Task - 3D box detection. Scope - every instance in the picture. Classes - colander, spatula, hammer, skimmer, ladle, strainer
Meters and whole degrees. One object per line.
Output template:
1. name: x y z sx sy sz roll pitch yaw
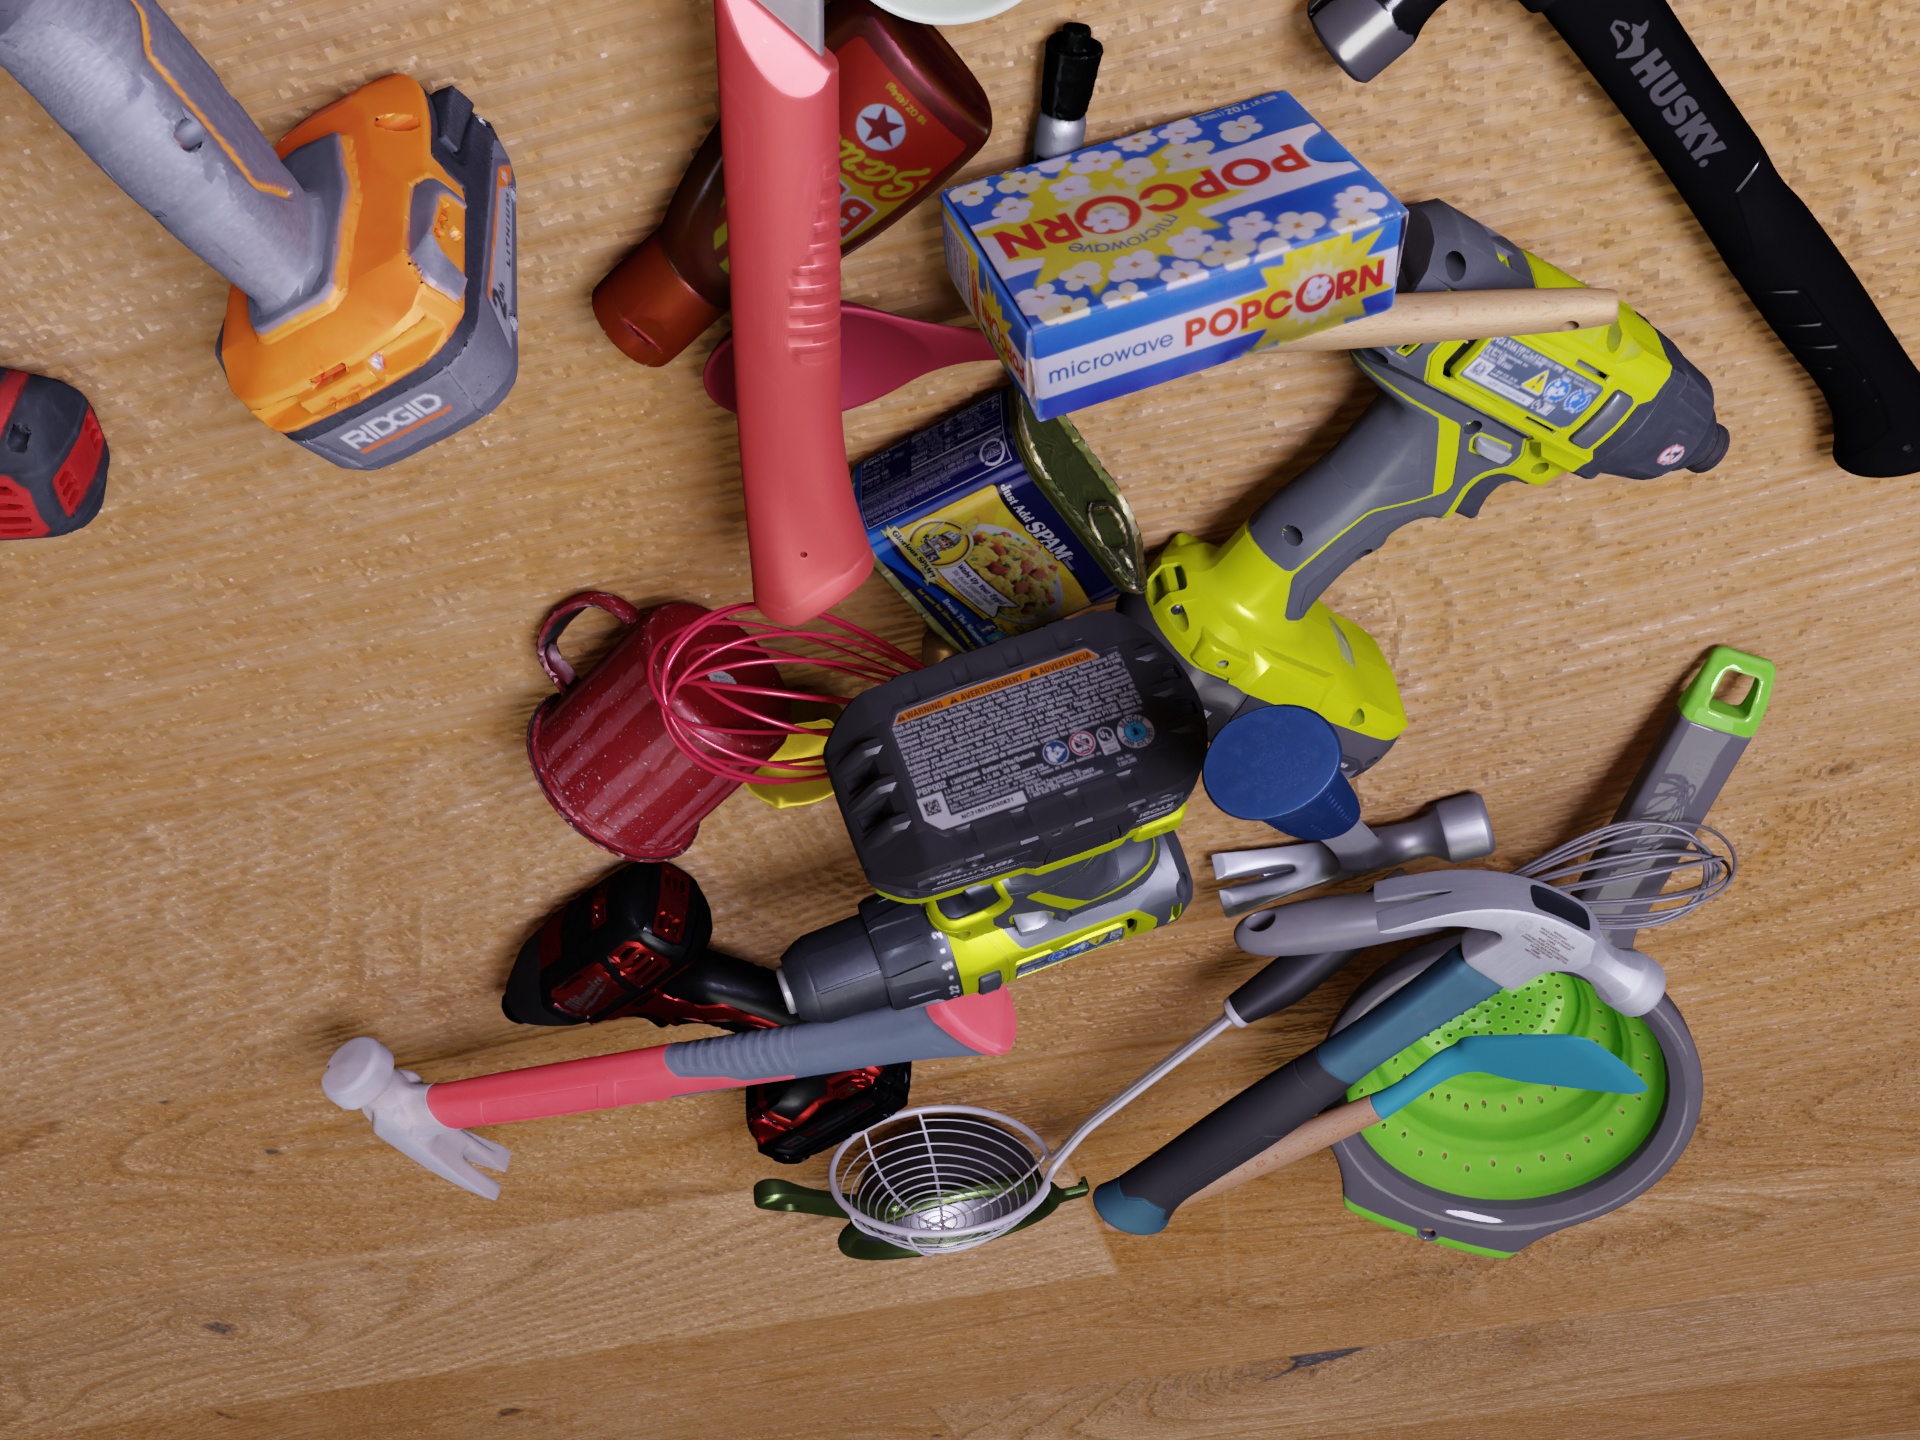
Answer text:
1. colander: 0.327 0.119 0.874 0.204 0.095 0.396 17 119 1
2. spatula: 0.209 0.232 0.876 0.317 0.044 0.082 -32 133 26
3. hammer: 0.185 0.184 0.818 0.128 0.033 0.331 33 126 -14
4. skimmer: 0.087 0.179 0.885 0.363 0.127 0.090 -40 103 13
5. hammer: -0.063 -0.174 0.477 0.149 0.037 0.358 3 135 -1
6. hammer: -0.145 0.192 0.840 0.386 0.038 0.143 -13 136 22
7. ladle: 0.060 -0.134 0.554 0.315 0.031 0.069 0 163 16
8. hammer: 0.150 0.044 0.669 0.144 0.035 0.405 -16 167 15
9. hammer: 0.277 -0.186 0.554 0.334 0.035 0.146 32 129 -34
10. strainer: -0.044 0.291 1.023 0.151 0.069 0.256 -30 146 26

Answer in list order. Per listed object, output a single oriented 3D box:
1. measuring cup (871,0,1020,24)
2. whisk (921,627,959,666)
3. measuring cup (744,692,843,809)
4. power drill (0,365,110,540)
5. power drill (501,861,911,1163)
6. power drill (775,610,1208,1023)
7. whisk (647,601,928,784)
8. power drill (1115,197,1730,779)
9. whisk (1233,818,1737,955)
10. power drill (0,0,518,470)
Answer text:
1. measuring cup: -0.027 -0.273 0.432 0.083 0.038 0.167 -23 133 21
2. whisk: -0.009 0.062 0.778 0.047 0.051 0.244 -27 131 -38
3. measuring cup: -0.035 0.017 0.777 0.156 0.029 0.062 7 131 -30
4. power drill: -0.411 -0.147 0.520 0.188 0.080 0.226 0 142 -4
5. power drill: -0.143 0.166 0.896 0.143 0.079 0.219 -34 128 30
6. power drill: 0.009 0.058 0.657 0.190 0.080 0.228 -19 156 -8
7. whisk: -0.001 -0.002 0.685 0.295 0.073 0.073 5 141 -38
8. power drill: 0.181 -0.079 0.640 0.171 0.080 0.223 19 131 -24
9. whisk: 0.253 0.087 0.781 0.239 0.055 0.055 -11 138 13
10. power drill: -0.224 -0.190 0.440 0.084 0.164 0.226 -21 148 18
